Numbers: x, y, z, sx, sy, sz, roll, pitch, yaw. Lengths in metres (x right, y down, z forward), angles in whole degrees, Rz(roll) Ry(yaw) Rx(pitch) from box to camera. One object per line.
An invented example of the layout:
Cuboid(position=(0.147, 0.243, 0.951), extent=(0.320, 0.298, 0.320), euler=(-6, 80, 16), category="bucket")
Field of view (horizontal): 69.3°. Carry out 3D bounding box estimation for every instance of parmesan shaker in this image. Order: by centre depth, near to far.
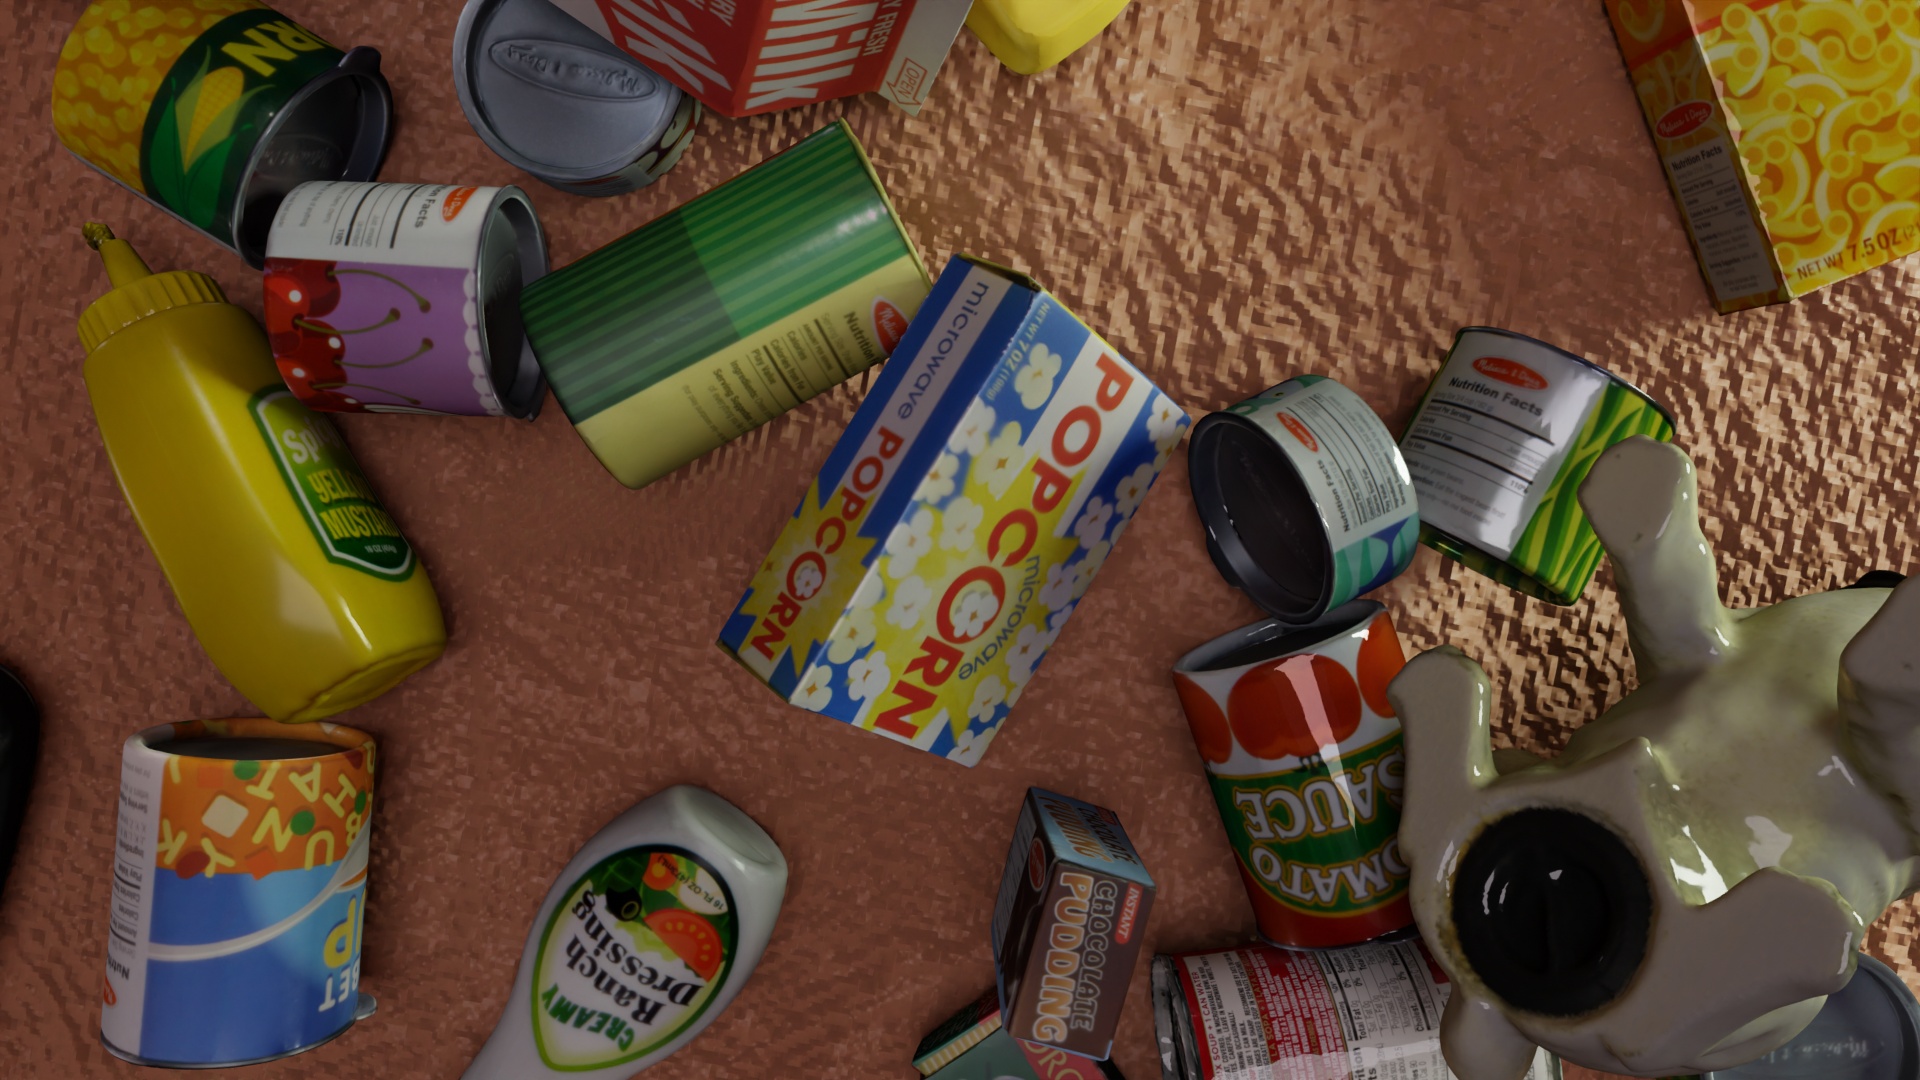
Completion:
Cuboid(position=(-0.064, -0.068, 0.394), extent=(0.103, 0.071, 0.071), euler=(-27, 93, 1), category="parmesan shaker")

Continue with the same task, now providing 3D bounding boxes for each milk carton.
Cuboid(position=(-0.083, -0.181, 0.360), extent=(0.190, 0.072, 0.074), euler=(32, 71, -7), category="milk carton")

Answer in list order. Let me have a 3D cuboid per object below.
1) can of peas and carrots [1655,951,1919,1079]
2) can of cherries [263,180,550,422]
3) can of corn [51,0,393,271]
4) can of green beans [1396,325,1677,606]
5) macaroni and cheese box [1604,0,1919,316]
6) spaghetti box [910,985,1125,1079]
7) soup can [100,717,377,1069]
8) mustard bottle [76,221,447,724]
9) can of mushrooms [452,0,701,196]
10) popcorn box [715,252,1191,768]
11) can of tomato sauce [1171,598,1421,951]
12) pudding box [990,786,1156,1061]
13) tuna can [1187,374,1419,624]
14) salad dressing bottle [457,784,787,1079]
Cuboid(position=(0.238, 0.142, 0.415), extent=(0.071, 0.059, 0.071), euler=(0, 92, -1), category="can of peas and carrots")
Cuboid(position=(-0.154, -0.066, 0.396), extent=(0.058, 0.071, 0.071), euler=(1, 93, -1), category="can of cherries")
Cuboid(position=(-0.204, -0.121, 0.391), extent=(0.058, 0.071, 0.071), euler=(31, 92, -2), category="can of corn")
Cuboid(position=(0.161, -0.021, 0.403), extent=(0.071, 0.071, 0.058), euler=(29, 93, -2), category="can of green beans")
Cuboid(position=(0.263, -0.168, 0.412), extent=(0.124, 0.040, 0.166), euler=(-22, 93, -1), category="macaroni and cheese box")
Cuboid(position=(0.074, 0.245, 0.431), extent=(0.050, 0.029, 0.250), euler=(-34, 93, 1), category="spaghetti box")
Cuboid(position=(-0.204, 0.098, 0.402), extent=(0.071, 0.071, 0.083), euler=(5, 92, -1), category="soup can")
Cuboid(position=(-0.209, -0.026, 0.398), extent=(0.049, 0.065, 0.160), euler=(-31, 89, 5), category="mustard bottle")
Cuboid(position=(-0.110, -0.139, 0.409), extent=(0.071, 0.033, 0.071), euler=(0, 93, 0), category="can of mushrooms")
Cuboid(position=(0.001, -0.005, 0.391), extent=(0.038, 0.085, 0.126), euler=(33, 92, 41), category="popcorn box")
Cuboid(position=(0.105, 0.067, 0.403), extent=(0.071, 0.071, 0.083), euler=(-19, 92, 0), category="can of tomato sauce")
Cuboid(position=(0.029, 0.106, 0.396), extent=(0.030, 0.084, 0.049), euler=(16, 92, -2), category="pudding box")
Cuboid(position=(0.097, -0.011, 0.400), extent=(0.033, 0.071, 0.071), euler=(-24, 93, -17), category="tuna can")
Cuboid(position=(-0.113, 0.143, 0.415), extent=(0.064, 0.044, 0.147), euler=(38, 91, -1), category="salad dressing bottle")
